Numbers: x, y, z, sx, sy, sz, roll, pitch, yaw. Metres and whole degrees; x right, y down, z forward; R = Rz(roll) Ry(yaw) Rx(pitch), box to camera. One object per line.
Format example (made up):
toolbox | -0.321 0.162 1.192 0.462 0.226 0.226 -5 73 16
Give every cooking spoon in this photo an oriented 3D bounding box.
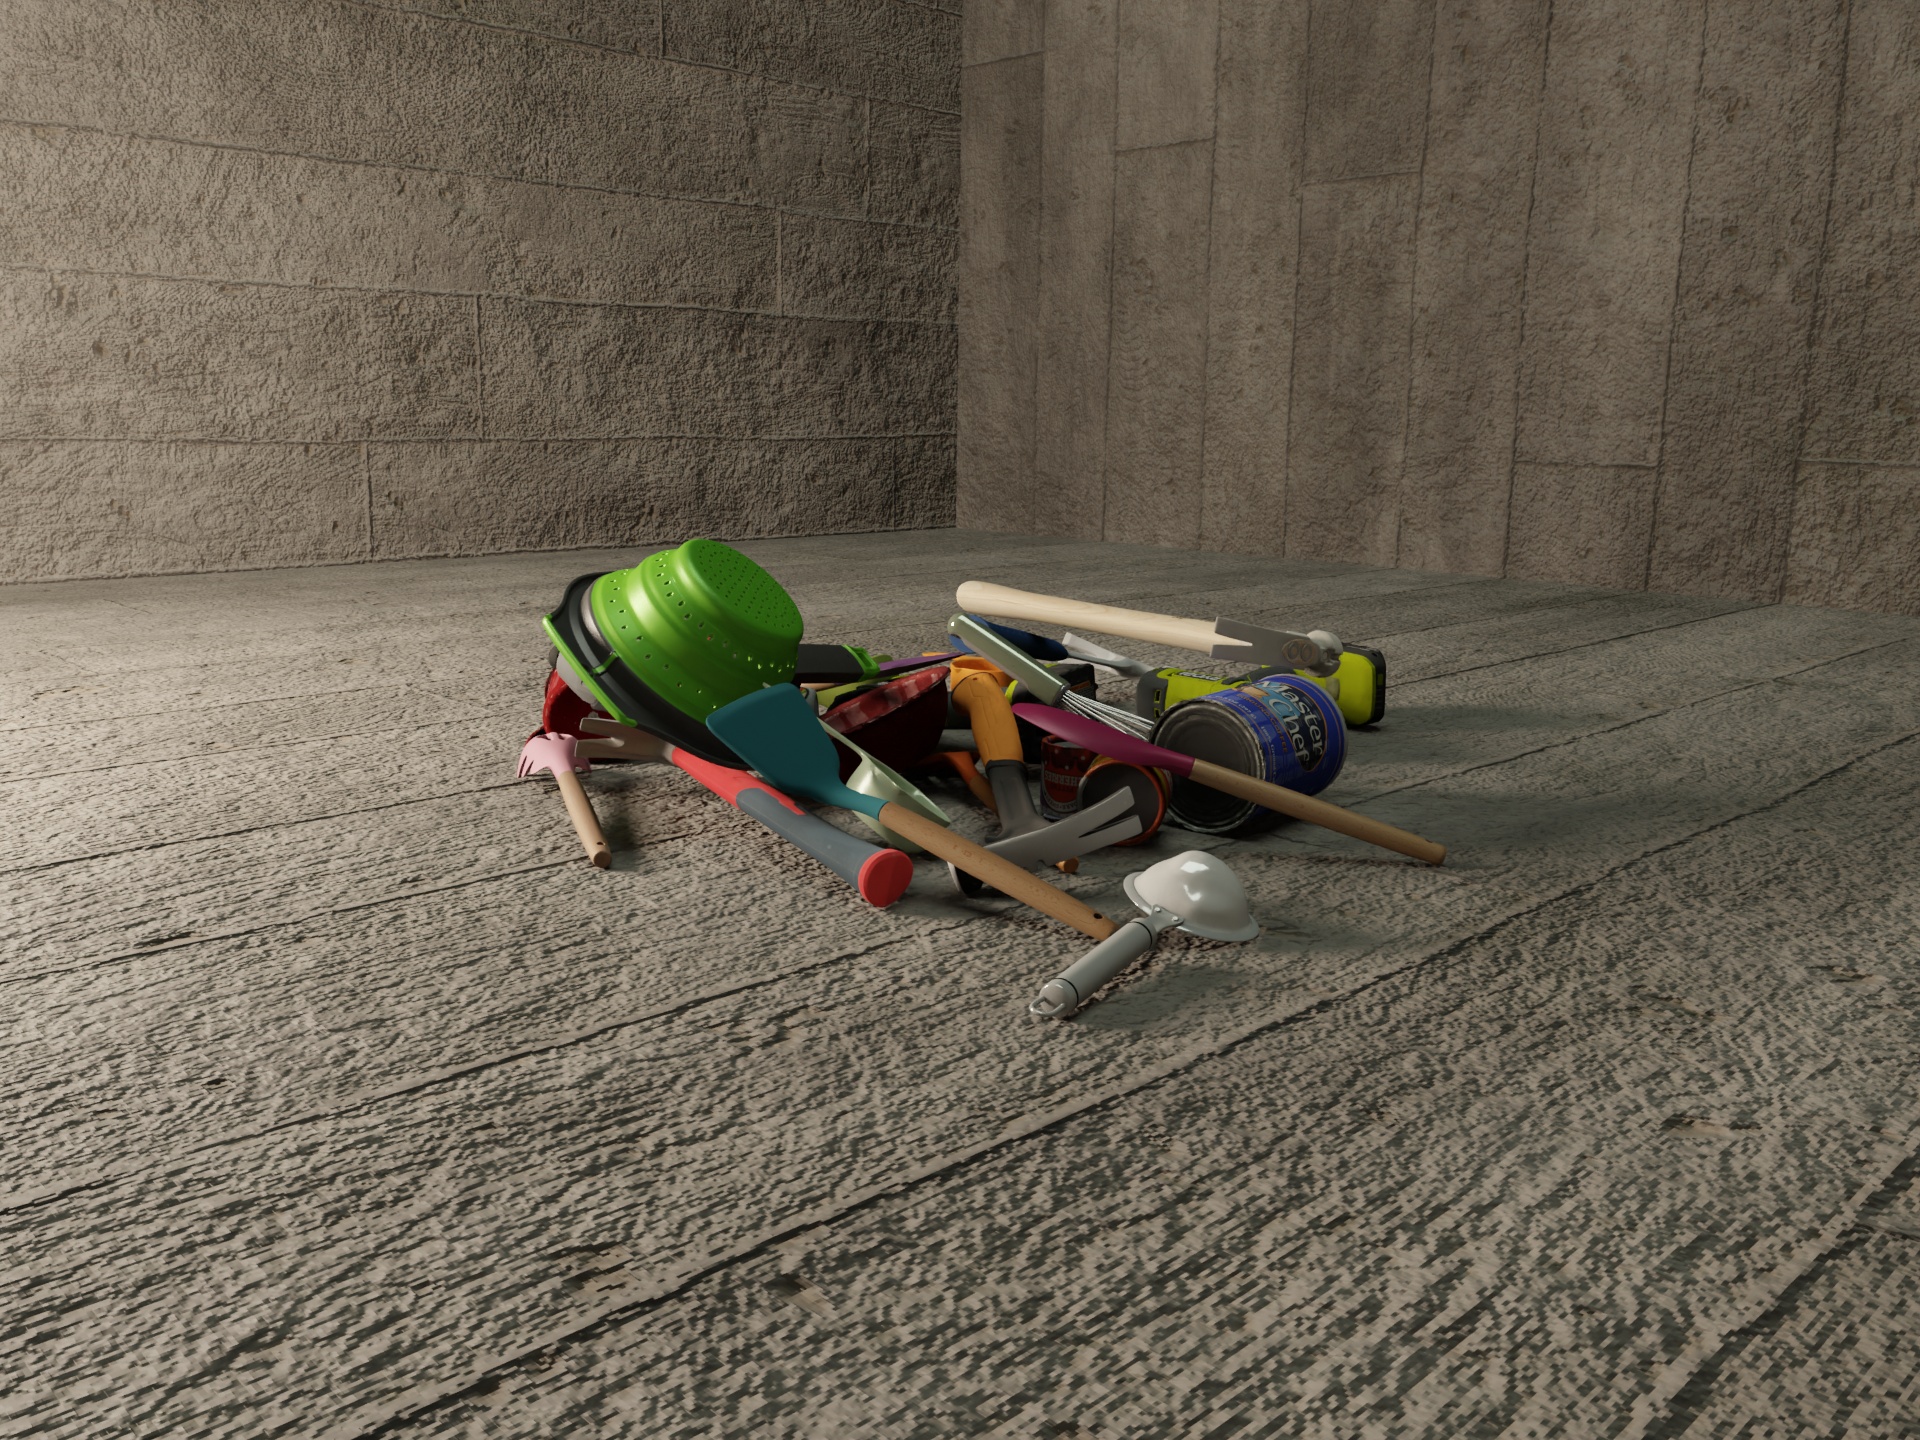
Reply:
cooking spoon | 0.187 0.042 1.119 0.319 0.017 0.069 20 13 4

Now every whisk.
whisk | 0.088 -0.015 1.299 0.246 0.059 0.057 35 -3 15

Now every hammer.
hammer | 0.130 -0.090 1.408 0.146 0.038 0.411 6 6 -41
hammer | 0.039 0.026 1.171 0.127 0.034 0.337 -19 20 1
hammer | -0.155 0.058 1.145 0.143 0.038 0.387 9 7 -31
hammer | 0.094 -0.068 1.578 0.144 0.035 0.405 20 6 26

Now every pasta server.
pasta server | -0.296 0.060 1.216 0.060 0.040 0.316 -3 16 -20

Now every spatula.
spatula | -0.029 0.060 1.015 0.318 0.044 0.082 26 35 32
spatula | 0.022 0.065 1.223 0.081 0.041 0.323 -3 16 -19
spatula | -0.141 -0.034 1.517 0.316 0.018 0.060 -11 3 24

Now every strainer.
strainer | 0.108 0.119 0.909 0.087 0.050 0.258 25 25 25

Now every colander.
colander | -0.148 -0.070 1.252 0.205 0.094 0.397 49 21 16

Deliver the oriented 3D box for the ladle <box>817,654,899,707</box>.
ladle | -0.219 -0.051 1.575 0.320 0.062 0.078 8 -31 -5

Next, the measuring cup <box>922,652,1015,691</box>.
measuring cup | 0.010 -0.039 1.668 0.095 0.052 0.174 -7 12 -33

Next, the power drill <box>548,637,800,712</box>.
power drill | -0.236 -0.039 1.337 0.143 0.078 0.219 17 10 19

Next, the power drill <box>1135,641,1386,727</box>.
power drill | 0.310 -0.022 1.539 0.228 0.080 0.191 -12 17 -40

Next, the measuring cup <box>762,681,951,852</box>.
measuring cup | -0.083 0.035 1.123 0.167 0.038 0.083 37 2 7

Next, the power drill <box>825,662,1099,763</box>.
power drill | -0.002 -0.005 1.421 0.223 0.080 0.171 -1 9 26
